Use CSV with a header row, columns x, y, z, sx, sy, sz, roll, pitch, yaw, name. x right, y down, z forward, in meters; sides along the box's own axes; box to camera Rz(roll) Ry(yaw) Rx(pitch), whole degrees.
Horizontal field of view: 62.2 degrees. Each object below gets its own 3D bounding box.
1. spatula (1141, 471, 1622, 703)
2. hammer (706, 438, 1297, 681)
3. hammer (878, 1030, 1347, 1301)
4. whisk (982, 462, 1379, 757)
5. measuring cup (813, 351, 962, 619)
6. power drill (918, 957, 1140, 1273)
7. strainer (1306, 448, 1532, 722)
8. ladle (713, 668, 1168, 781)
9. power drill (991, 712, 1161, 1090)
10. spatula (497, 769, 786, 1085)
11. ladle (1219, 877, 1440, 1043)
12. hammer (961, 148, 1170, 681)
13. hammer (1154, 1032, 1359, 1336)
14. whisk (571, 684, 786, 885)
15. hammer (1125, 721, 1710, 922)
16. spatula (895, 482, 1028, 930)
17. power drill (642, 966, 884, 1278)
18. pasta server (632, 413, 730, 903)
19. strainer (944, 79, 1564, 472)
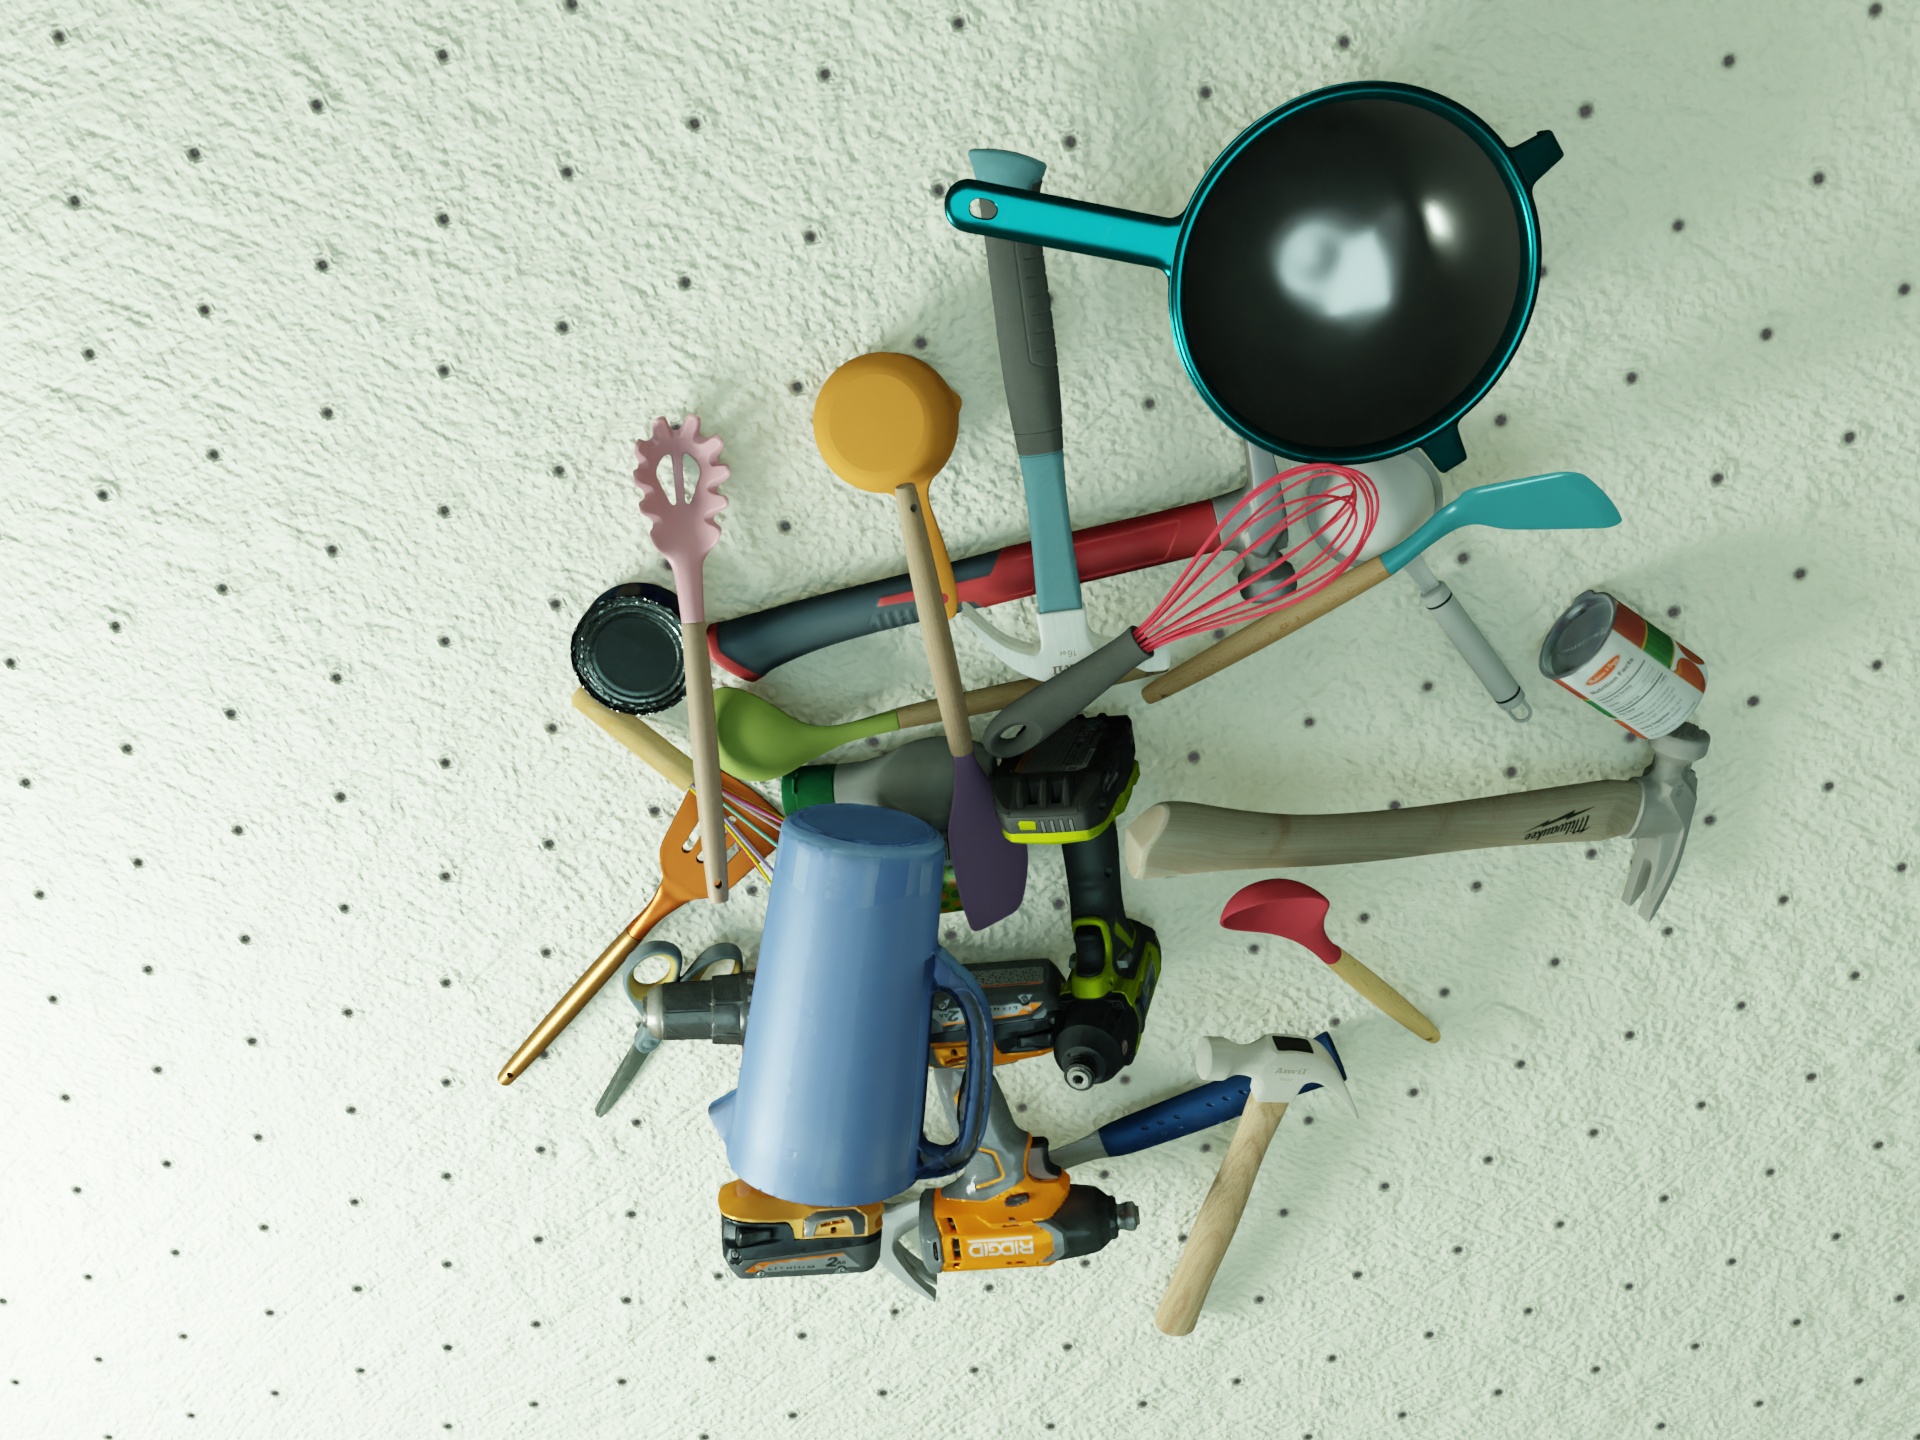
x,y,z,sx,sy,sz,roll,pitch,yaw,name
0.249,-0.077,1.003,0.317,0.044,0.082,-30,148,28,spatula
0.017,-0.107,1.037,0.386,0.038,0.143,-13,112,6,hammer
0.104,0.336,1.238,0.405,0.035,0.144,-23,112,11,hammer
0.125,-0.059,0.966,0.296,0.073,0.073,-36,109,26,whisk
-0.035,-0.144,0.987,0.095,0.052,0.173,-16,95,10,measuring cup
0.043,0.295,1.170,0.164,0.084,0.226,-5,101,6,power drill
0.309,-0.088,1.042,0.087,0.050,0.258,-35,113,19,strainer
-0.019,-0.016,1.080,0.320,0.062,0.078,-12,143,-2,ladle
0.085,0.122,1.069,0.080,0.171,0.223,-4,111,18,power drill
-0.250,0.166,1.174,0.081,0.041,0.322,38,114,-13,spatula
0.268,0.171,1.096,0.069,0.031,0.315,-21,142,29,ladle
0.049,-0.178,0.971,0.128,0.033,0.330,-8,111,3,hammer
0.209,0.365,1.223,0.130,0.031,0.331,4,125,-12,hammer
-0.170,0.058,1.102,0.245,0.051,0.047,39,94,-8,whisk
0.306,0.082,1.064,0.410,0.038,0.146,-3,115,-14,hammer
-0.002,-0.003,1.027,0.060,0.018,0.315,-26,118,-25,spatula
-0.139,0.287,1.167,0.185,0.084,0.226,0,99,-10,power drill
-0.170,-0.036,1.027,0.060,0.040,0.316,-6,96,-13,pasta server
0.157,-0.273,0.925,0.340,0.095,0.211,9,113,-5,strainer
